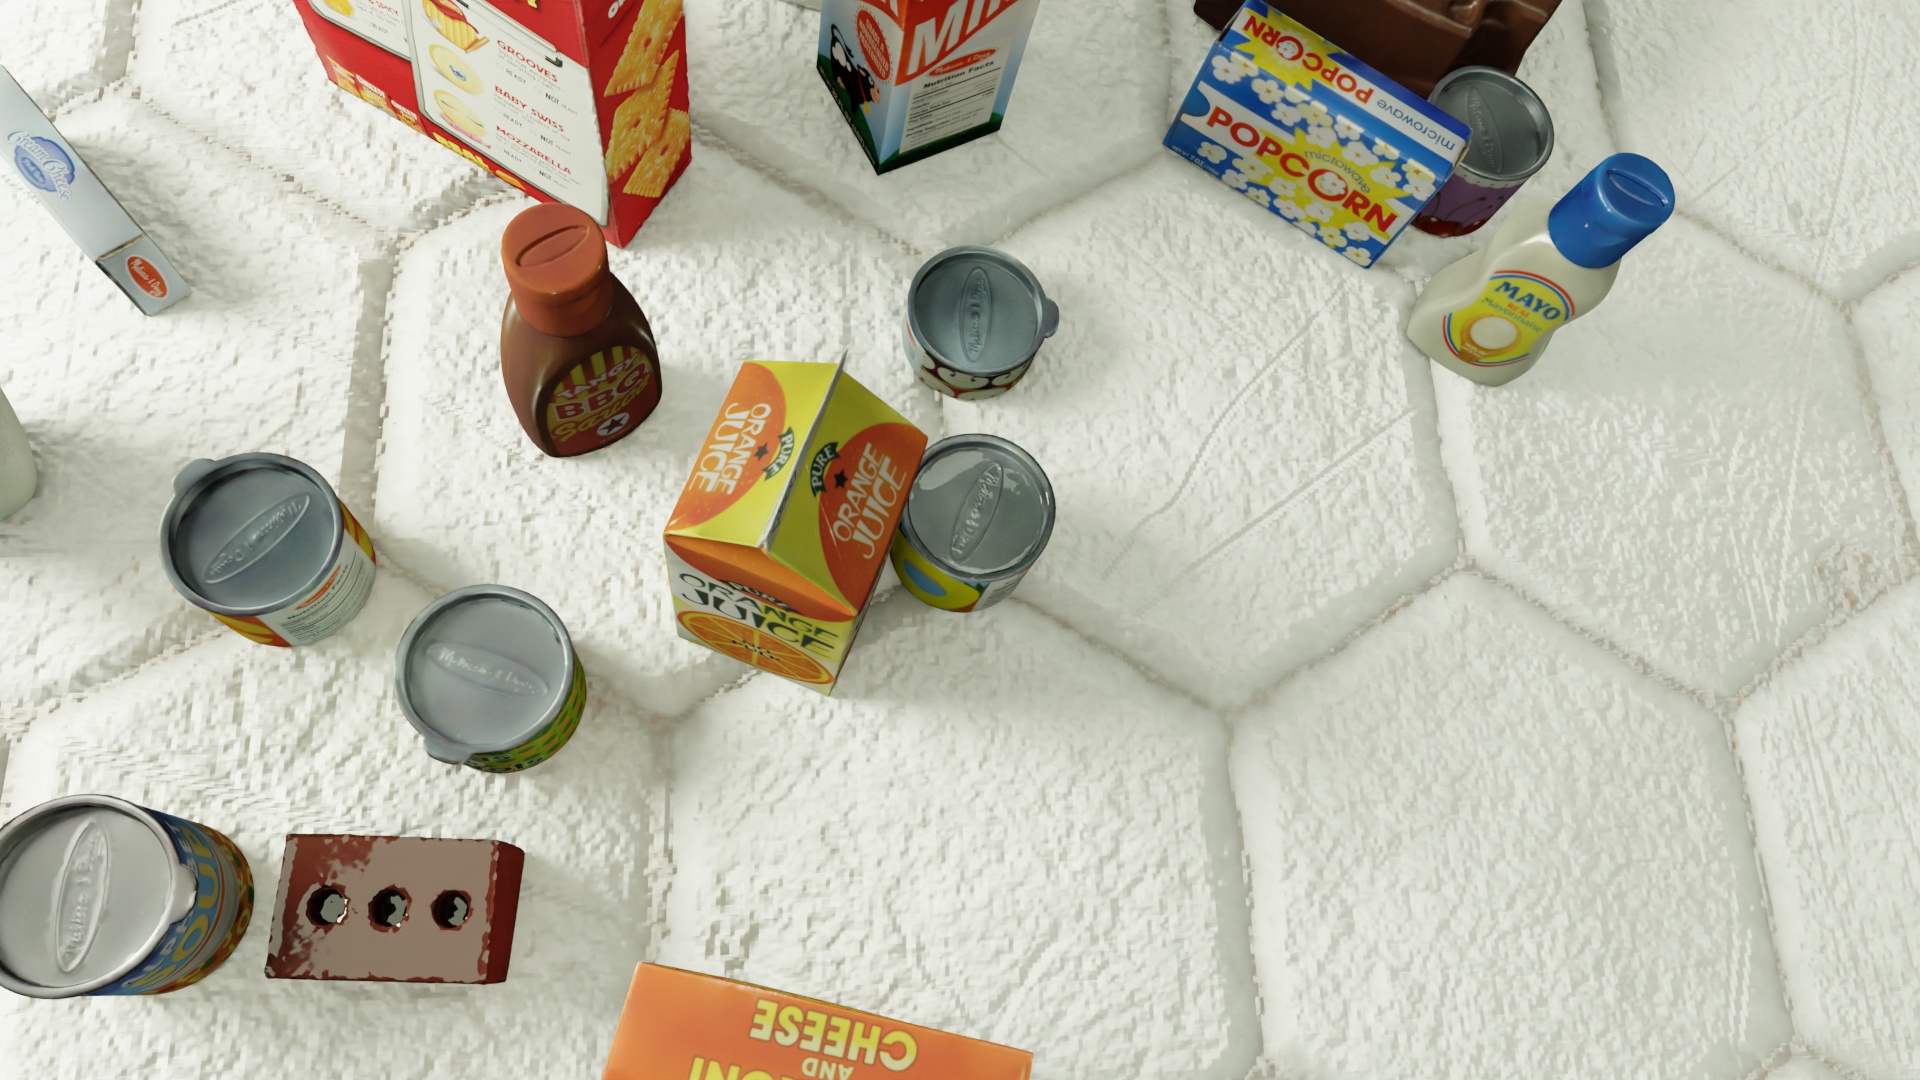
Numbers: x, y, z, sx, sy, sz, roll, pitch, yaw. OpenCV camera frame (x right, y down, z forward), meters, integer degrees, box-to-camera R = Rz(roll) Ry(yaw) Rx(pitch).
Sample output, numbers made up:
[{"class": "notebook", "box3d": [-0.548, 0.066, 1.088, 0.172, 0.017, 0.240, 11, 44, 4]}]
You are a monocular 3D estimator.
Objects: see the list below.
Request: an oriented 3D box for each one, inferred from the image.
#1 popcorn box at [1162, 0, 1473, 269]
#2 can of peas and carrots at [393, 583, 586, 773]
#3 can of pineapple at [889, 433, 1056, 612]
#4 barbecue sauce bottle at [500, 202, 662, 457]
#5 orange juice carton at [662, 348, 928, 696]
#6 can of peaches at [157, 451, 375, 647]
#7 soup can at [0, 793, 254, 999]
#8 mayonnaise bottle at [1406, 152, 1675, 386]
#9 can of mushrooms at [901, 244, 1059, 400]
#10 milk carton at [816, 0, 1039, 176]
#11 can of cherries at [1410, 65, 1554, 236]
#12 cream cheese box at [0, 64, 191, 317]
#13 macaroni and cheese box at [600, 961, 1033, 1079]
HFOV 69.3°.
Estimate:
[{"class": "popcorn box", "box3d": [0.172, -0.197, 0.682, 0.127, 0.085, 0.038, 32, 70, 2]}, {"class": "can of peas and carrots", "box3d": [-0.186, 0.059, 0.553, 0.071, 0.058, 0.071, 3, 72, -9]}, {"class": "can of pineapple", "box3d": [0.002, -0.008, 0.606, 0.071, 0.057, 0.071, 3, 72, -9]}, {"class": "barbecue sauce bottle", "box3d": [-0.155, -0.082, 0.556, 0.065, 0.148, 0.044, -32, 80, -17]}, {"class": "orange juice carton", "box3d": [-0.063, -0.004, 0.522, 0.073, 0.192, 0.072, 22, 71, -2]}, {"class": "can of peaches", "box3d": [-0.276, 0.003, 0.556, 0.071, 0.058, 0.071, 3, 72, -9]}, {"class": "soup can", "box3d": [-0.297, 0.129, 0.498, 0.071, 0.083, 0.071, 3, 72, -9]}, {"class": "mayonnaise bottle", "box3d": [0.266, -0.123, 0.640, 0.065, 0.147, 0.041, 29, 70, 1]}, {"class": "can of mushrooms", "box3d": [0.008, -0.101, 0.650, 0.071, 0.033, 0.071, 3, 72, -9]}, {"class": "milk carton", "box3d": [-0.012, -0.252, 0.613, 0.073, 0.190, 0.072, -25, 78, -16]}, {"class": "can of cherries", "box3d": [0.255, -0.198, 0.710, 0.071, 0.058, 0.071, 3, 72, -9]}, {"class": "cream cheese box", "box3d": [-0.376, -0.147, 0.590, 0.024, 0.053, 0.104, -40, 83, -18]}, {"class": "macaroni and cheese box", "box3d": [-0.052, 0.179, 0.479, 0.124, 0.166, 0.040, 15, 71, -5]}]
